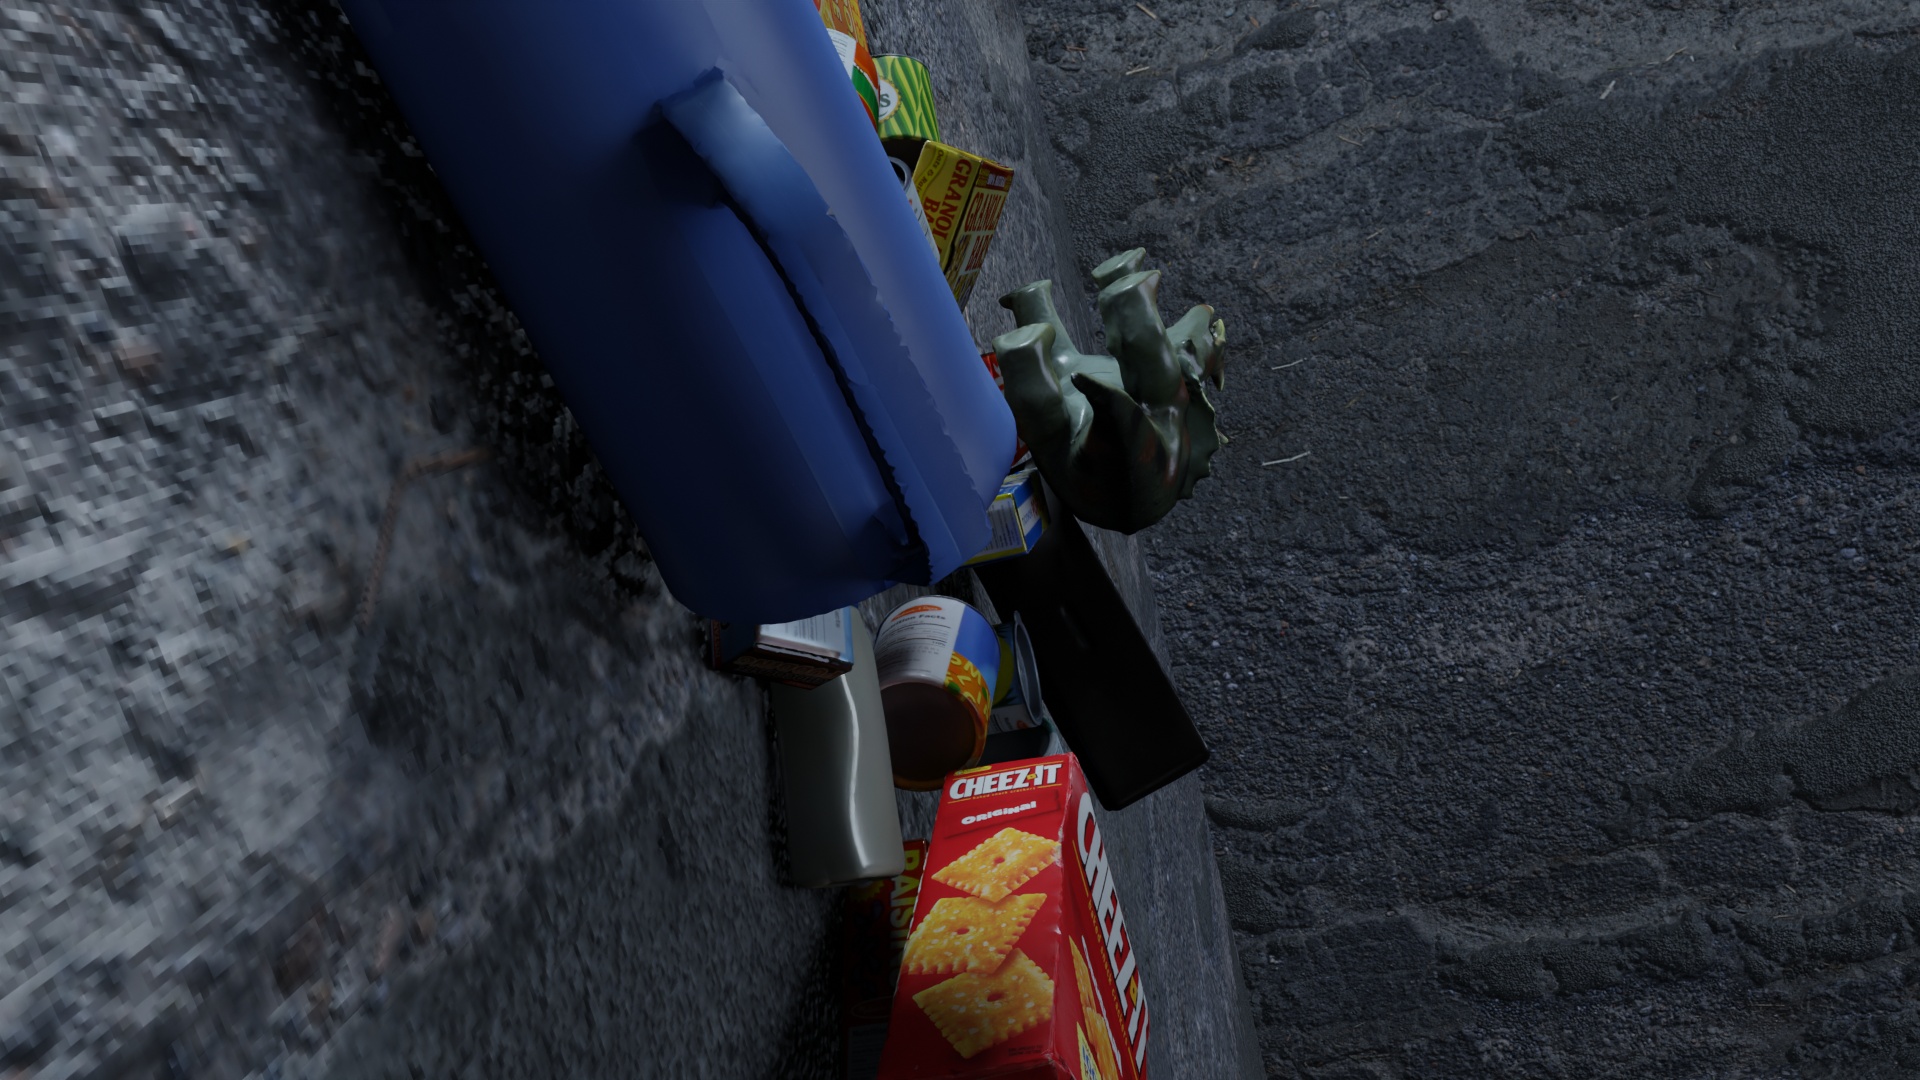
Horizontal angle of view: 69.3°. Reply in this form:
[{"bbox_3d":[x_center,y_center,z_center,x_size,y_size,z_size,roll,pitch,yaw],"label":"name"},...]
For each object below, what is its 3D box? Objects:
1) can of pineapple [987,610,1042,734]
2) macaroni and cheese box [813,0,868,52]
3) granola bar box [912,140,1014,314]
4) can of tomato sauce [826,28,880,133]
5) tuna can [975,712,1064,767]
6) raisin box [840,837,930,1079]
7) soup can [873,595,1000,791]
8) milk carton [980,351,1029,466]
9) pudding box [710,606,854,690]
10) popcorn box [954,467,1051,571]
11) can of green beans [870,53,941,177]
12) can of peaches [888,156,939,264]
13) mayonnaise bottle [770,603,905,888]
[{"bbox_3d":[0.014,0.084,0.847,0.071,0.058,0.071,-14,92,-79],"label":"can of pineapple"},{"bbox_3d":[-0.098,-0.324,0.772,0.166,0.040,0.123,-9,86,-78],"label":"macaroni and cheese box"},{"bbox_3d":[-0.011,-0.190,0.902,0.166,0.039,0.124,-56,167,-75],"label":"granola bar box"},{"bbox_3d":[-0.074,-0.211,0.707,0.083,0.071,0.071,-91,164,-46],"label":"can of tomato sauce"},{"bbox_3d":[0.030,0.138,0.858,0.071,0.071,0.032,-85,159,-56],"label":"tuna can"},{"bbox_3d":[-0.020,0.205,0.603,0.085,0.040,0.124,63,20,-48],"label":"raisin box"},{"bbox_3d":[-0.015,0.077,0.688,0.084,0.071,0.071,-75,151,-65],"label":"soup can"},{"bbox_3d":[0.001,-0.082,0.917,0.191,0.073,0.072,-44,121,-76],"label":"milk carton"},{"bbox_3d":[-0.070,0.011,0.537,0.049,0.030,0.084,17,56,-41],"label":"pudding box"},{"bbox_3d":[0.003,-0.010,0.821,0.127,0.085,0.038,-42,118,-77],"label":"popcorn box"},{"bbox_3d":[-0.048,-0.269,0.891,0.071,0.071,0.058,35,45,-74],"label":"can of green beans"},{"bbox_3d":[-0.052,-0.173,0.780,0.057,0.071,0.071,67,16,-44],"label":"can of peaches"},{"bbox_3d":[-0.055,0.066,0.574,0.064,0.041,0.148,43,35,-70],"label":"mayonnaise bottle"}]
